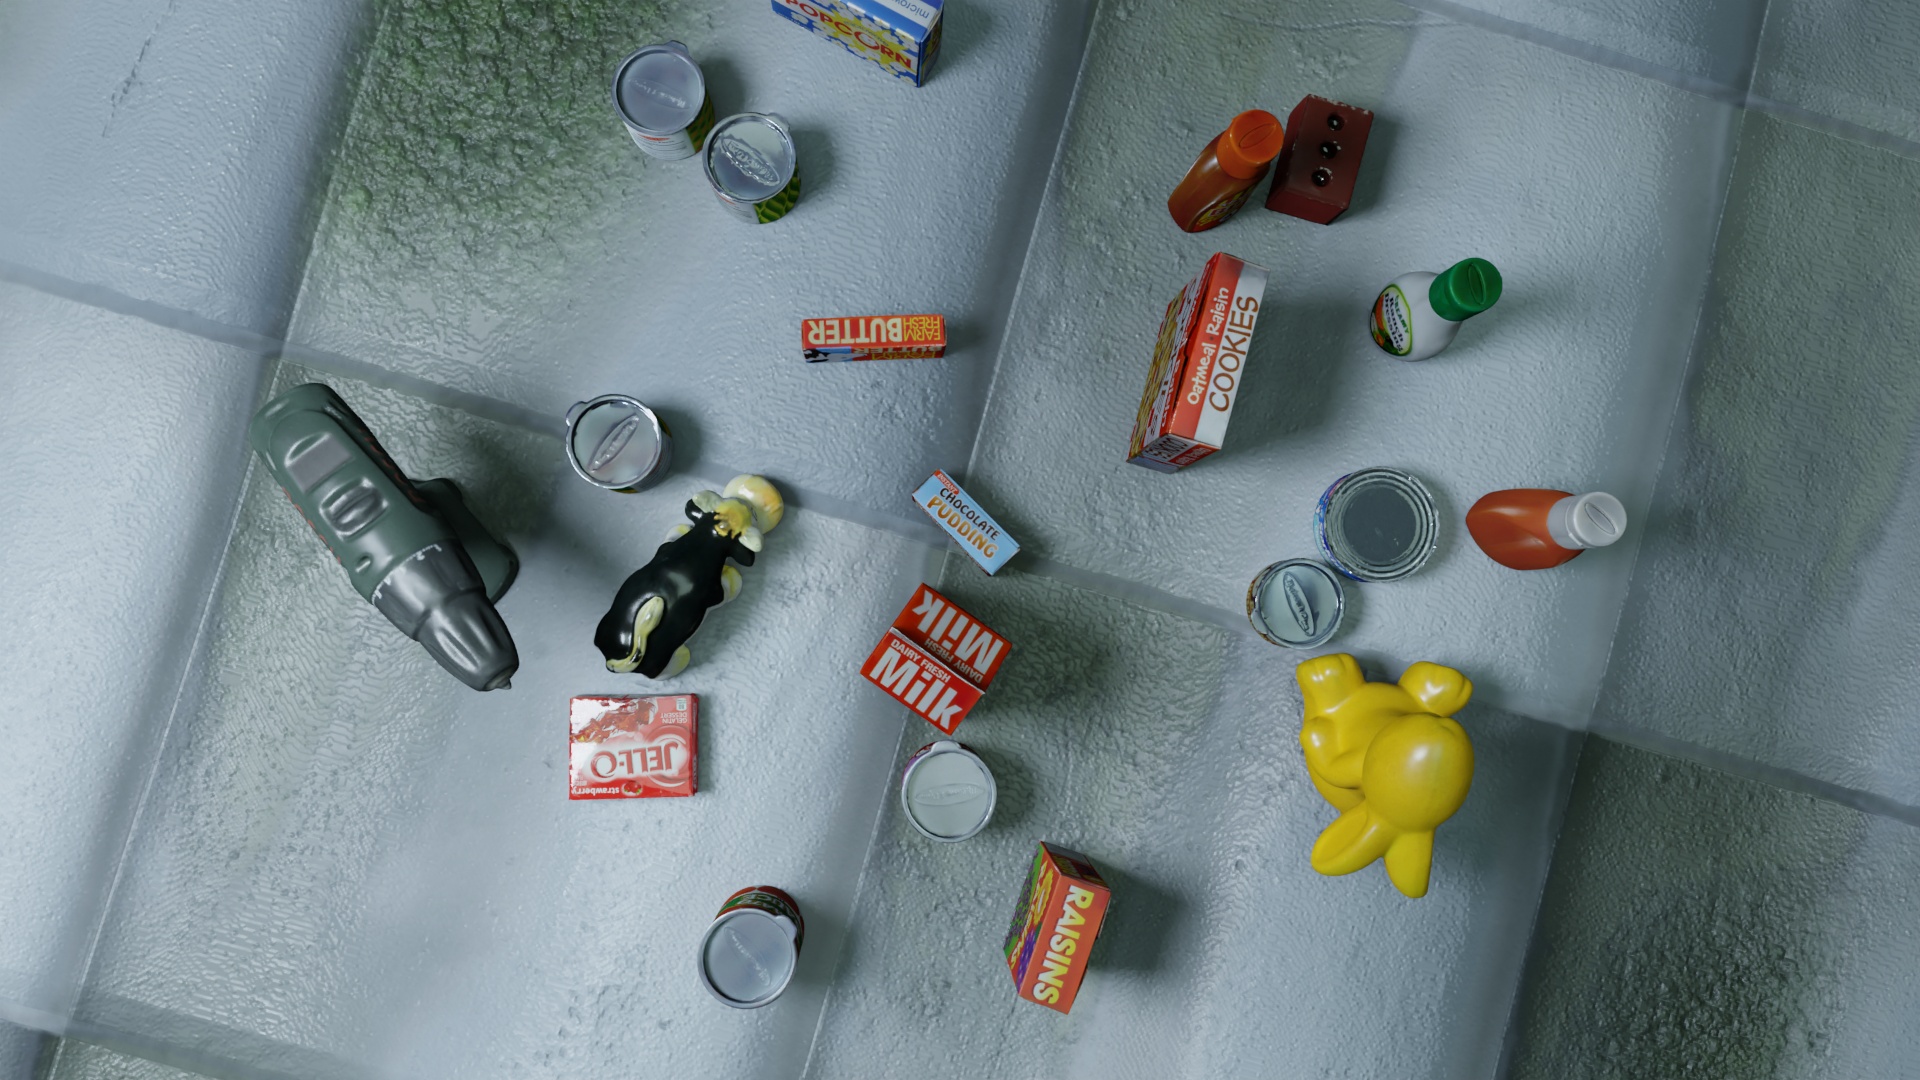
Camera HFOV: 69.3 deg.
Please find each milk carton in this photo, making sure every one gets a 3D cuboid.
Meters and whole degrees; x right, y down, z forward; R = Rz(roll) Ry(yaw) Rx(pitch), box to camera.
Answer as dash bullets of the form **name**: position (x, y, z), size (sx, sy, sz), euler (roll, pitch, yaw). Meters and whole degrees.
- **milk carton**: position (-0.017, 0.077, 0.926), size (0.072, 0.190, 0.073), euler (35, 86, -1)

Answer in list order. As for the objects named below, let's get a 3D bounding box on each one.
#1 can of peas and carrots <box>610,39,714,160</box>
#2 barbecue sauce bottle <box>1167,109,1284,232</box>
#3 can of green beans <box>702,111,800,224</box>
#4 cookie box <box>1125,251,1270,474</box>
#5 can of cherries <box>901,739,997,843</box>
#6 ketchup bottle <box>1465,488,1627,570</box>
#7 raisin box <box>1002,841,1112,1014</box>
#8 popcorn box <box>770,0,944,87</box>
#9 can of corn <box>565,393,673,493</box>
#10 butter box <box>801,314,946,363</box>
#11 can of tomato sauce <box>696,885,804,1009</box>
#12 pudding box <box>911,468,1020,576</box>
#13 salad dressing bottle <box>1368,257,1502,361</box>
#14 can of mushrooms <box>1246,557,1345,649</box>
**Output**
- **can of peas and carrots**: position (-0.213, -0.318, 1.006), size (0.071, 0.058, 0.071), euler (0, 87, -3)
- **barbecue sauce bottle**: position (0.189, -0.261, 0.978), size (0.065, 0.148, 0.043), euler (-31, 89, -4)
- **can of green beans**: position (-0.150, -0.268, 1.007), size (0.071, 0.058, 0.071), euler (0, 87, -3)
- **cookie box**: position (0.159, -0.117, 0.958), size (0.040, 0.167, 0.123), euler (16, 86, -2)
- **can of cherries**: position (-0.009, 0.175, 0.987), size (0.071, 0.058, 0.071), euler (0, 87, -3)
- **ketchup bottle**: position (0.411, -0.010, 0.974), size (0.065, 0.148, 0.043), euler (44, 86, 0)
- **raisin box**: position (0.065, 0.262, 0.953), size (0.040, 0.123, 0.086), euler (21, 86, -2)
- **popcorn box**: position (-0.075, -0.386, 1.004), size (0.127, 0.085, 0.038), euler (28, 86, -1)
- **can of corn**: position (-0.243, -0.069, 0.990), size (0.071, 0.058, 0.071), euler (0, 87, -3)
- **butter box**: position (-0.063, -0.146, 1.006), size (0.103, 0.053, 0.024), euler (-3, 87, -3)
- **can of tomato sauce**: position (-0.142, 0.278, 0.962), size (0.071, 0.083, 0.071), euler (0, 87, -3)
- **pudding box**: position (0.004, -0.013, 1.003), size (0.030, 0.049, 0.084), euler (-45, 90, -4)
- **salad dressing bottle**: position (0.334, -0.165, 0.980), size (0.044, 0.147, 0.064), euler (-12, 88, -3)
- **can of mushrooms**: position (0.243, 0.047, 1.020), size (0.071, 0.033, 0.071), euler (0, 87, -3)
